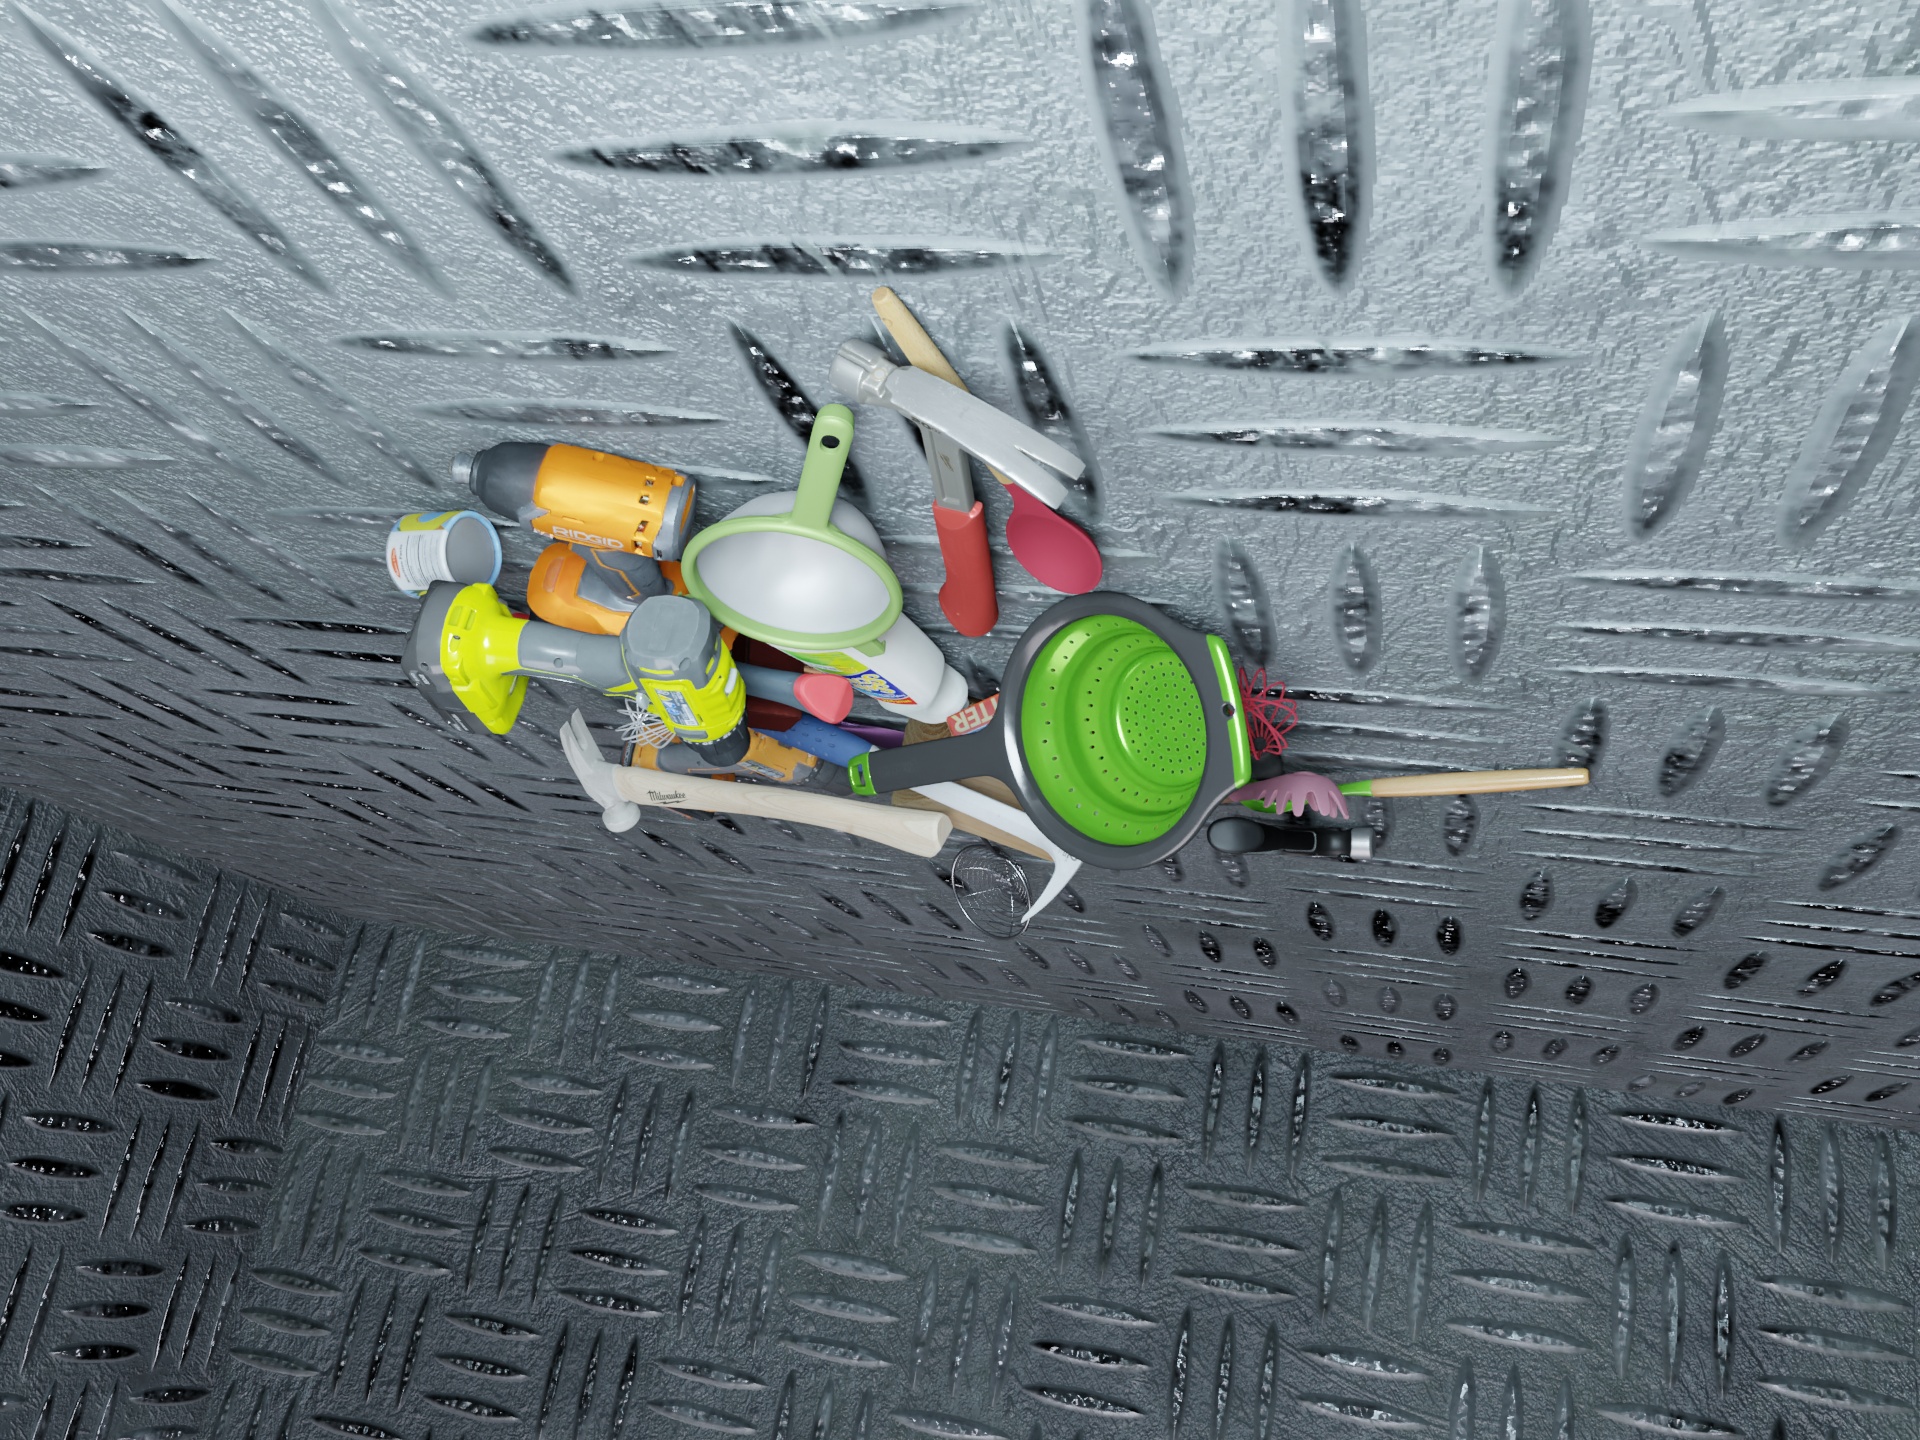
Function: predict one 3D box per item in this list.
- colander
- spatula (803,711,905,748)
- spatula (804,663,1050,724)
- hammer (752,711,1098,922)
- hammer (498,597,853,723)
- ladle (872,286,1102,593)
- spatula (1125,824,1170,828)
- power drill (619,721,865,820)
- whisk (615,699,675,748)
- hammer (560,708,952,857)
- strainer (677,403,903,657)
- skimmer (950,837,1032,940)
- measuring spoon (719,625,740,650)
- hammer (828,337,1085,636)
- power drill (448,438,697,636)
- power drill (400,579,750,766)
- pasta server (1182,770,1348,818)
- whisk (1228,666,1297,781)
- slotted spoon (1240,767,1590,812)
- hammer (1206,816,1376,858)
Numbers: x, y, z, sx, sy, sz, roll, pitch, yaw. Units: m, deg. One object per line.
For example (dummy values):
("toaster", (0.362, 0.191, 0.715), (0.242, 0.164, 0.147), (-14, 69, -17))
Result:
("colander", (0.073, 0.015, 1.243), (0.397, 0.204, 0.094), (-11, 179, 42))
("spatula", (-0.148, -0.007, 1.530), (0.315, 0.018, 0.060), (17, 158, -21))
("spatula", (-0.002, -0.005, 1.413), (0.317, 0.044, 0.082), (14, -175, -7))
("hammer", (-0.074, 0.044, 1.415), (0.405, 0.144, 0.035), (23, -166, 12))
("hammer", (-0.247, -0.047, 1.322), (0.386, 0.038, 0.143), (13, 167, 29))
("ladle", (0.018, -0.160, 0.952), (0.069, 0.031, 0.315), (13, 163, 28))
("spatula", (0.194, 0.066, 1.561), (0.081, 0.041, 0.322), (8, 158, 7))
("power drill", (-0.225, 0.047, 1.648), (0.185, 0.084, 0.226), (25, 152, -39))
("whisk", (-0.243, 0.000, 1.367), (0.246, 0.058, 0.059), (1, 121, 61))
("hammer", (-0.200, 0.071, 1.525), (0.411, 0.038, 0.146), (7, 136, 26))
("strainer", (-0.098, -0.139, 1.041), (0.151, 0.069, 0.256), (13, 149, -8))
("skimmer", (0.009, 0.161, 1.844), (0.127, 0.090, 0.363), (37, 171, 25))
("measuring spoon", (-0.204, -0.066, 1.389), (0.021, 0.011, 0.117), (16, 162, -17))
("hammer", (0.008, -0.118, 1.008), (0.149, 0.037, 0.359), (32, 170, 11))
("power drill", (-0.272, -0.125, 1.144), (0.164, 0.084, 0.226), (13, 158, -3))
("power drill", (-0.268, -0.028, 1.165), (0.228, 0.080, 0.190), (6, 154, 10))
("pasta server", (0.230, 0.075, 1.431), (0.060, 0.040, 0.316), (5, 172, -29))
("whisk", (0.246, 0.015, 1.320), (0.073, 0.073, 0.295), (6, 168, 15))
("slotted spoon", (0.389, 0.059, 1.402), (0.314, 0.031, 0.070), (-5, -168, 32))
("hammer", (0.286, 0.110, 1.483), (0.146, 0.035, 0.334), (0, 175, 24))
